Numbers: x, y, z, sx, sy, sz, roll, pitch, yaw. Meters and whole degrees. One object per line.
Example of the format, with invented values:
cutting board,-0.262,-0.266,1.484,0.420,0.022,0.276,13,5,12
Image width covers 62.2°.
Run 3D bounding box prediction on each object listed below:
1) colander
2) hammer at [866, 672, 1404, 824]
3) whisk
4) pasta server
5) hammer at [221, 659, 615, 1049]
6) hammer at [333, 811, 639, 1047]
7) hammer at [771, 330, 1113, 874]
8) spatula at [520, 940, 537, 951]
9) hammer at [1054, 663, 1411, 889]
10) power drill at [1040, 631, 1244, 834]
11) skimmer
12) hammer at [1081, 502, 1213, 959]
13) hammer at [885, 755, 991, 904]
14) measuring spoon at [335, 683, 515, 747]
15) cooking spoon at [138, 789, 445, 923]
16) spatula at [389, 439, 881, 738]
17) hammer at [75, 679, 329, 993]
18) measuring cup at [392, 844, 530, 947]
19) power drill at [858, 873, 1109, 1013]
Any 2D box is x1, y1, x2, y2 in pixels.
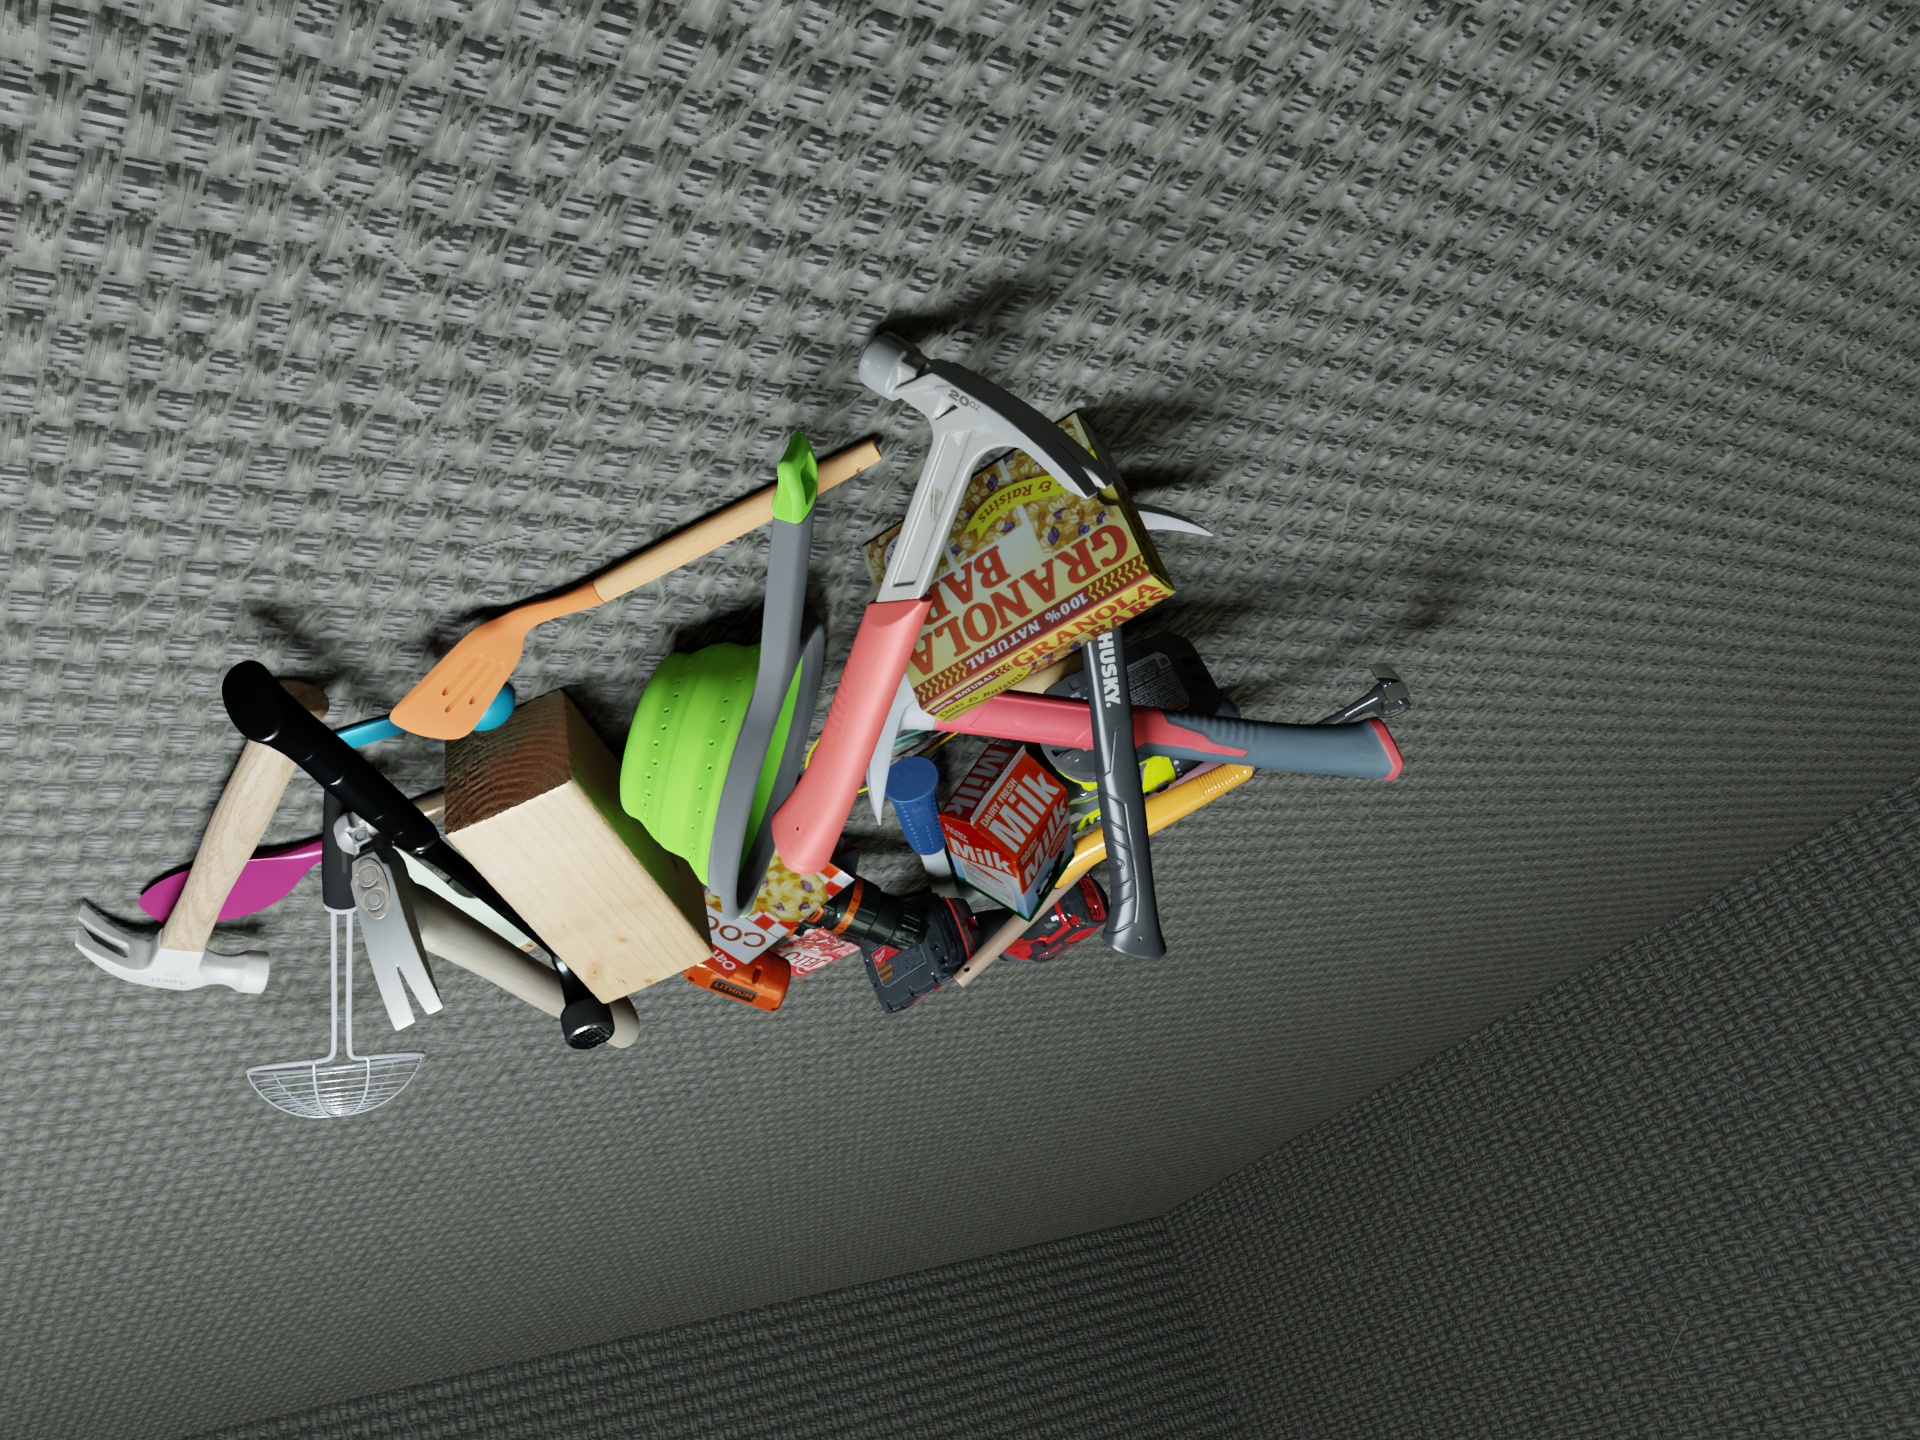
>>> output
colander,-0.147,-0.029,0.965,0.094,0.205,0.396,16,142,1
hammer,0.126,0.022,1.127,0.386,0.038,0.143,7,102,-11
whisk,-0.003,-0.006,1.202,0.245,0.047,0.051,-23,161,-5
pasta server,0.115,0.121,1.388,0.316,0.060,0.040,-43,143,-6
hammer,-0.334,0.079,1.017,0.036,0.149,0.408,-26,147,0
hammer,-0.319,0.192,1.157,0.038,0.146,0.410,-26,155,0
hammer,-0.038,-0.036,0.923,0.037,0.149,0.358,-35,155,-48
spatula,-0.280,0.114,1.226,0.082,0.044,0.317,25,135,-23
hammer,0.209,0.051,1.299,0.337,0.034,0.127,-30,167,15
power drill,0.144,0.012,1.269,0.190,0.080,0.228,-26,163,-3
skimmer,-0.443,0.157,1.134,0.127,0.090,0.363,-1,126,-23
hammer,0.110,0.013,1.081,0.146,0.035,0.334,-11,110,-5
hammer,-0.030,0.112,1.350,0.144,0.035,0.405,-18,160,-3
measuring spoon,-0.344,0.007,1.005,0.128,0.021,0.042,-17,153,-9
cooking spoon,-0.410,0.077,1.095,0.319,0.017,0.068,-20,145,1
spatula,-0.188,-0.079,0.935,0.322,0.041,0.081,-26,166,8
hammer,-0.477,0.083,1.028,0.130,0.031,0.331,12,136,-34
measuring cup,-0.380,0.120,1.186,0.083,0.038,0.167,-27,139,10
power drill,0.022,0.204,1.484,0.219,0.079,0.143,-6,157,-41
